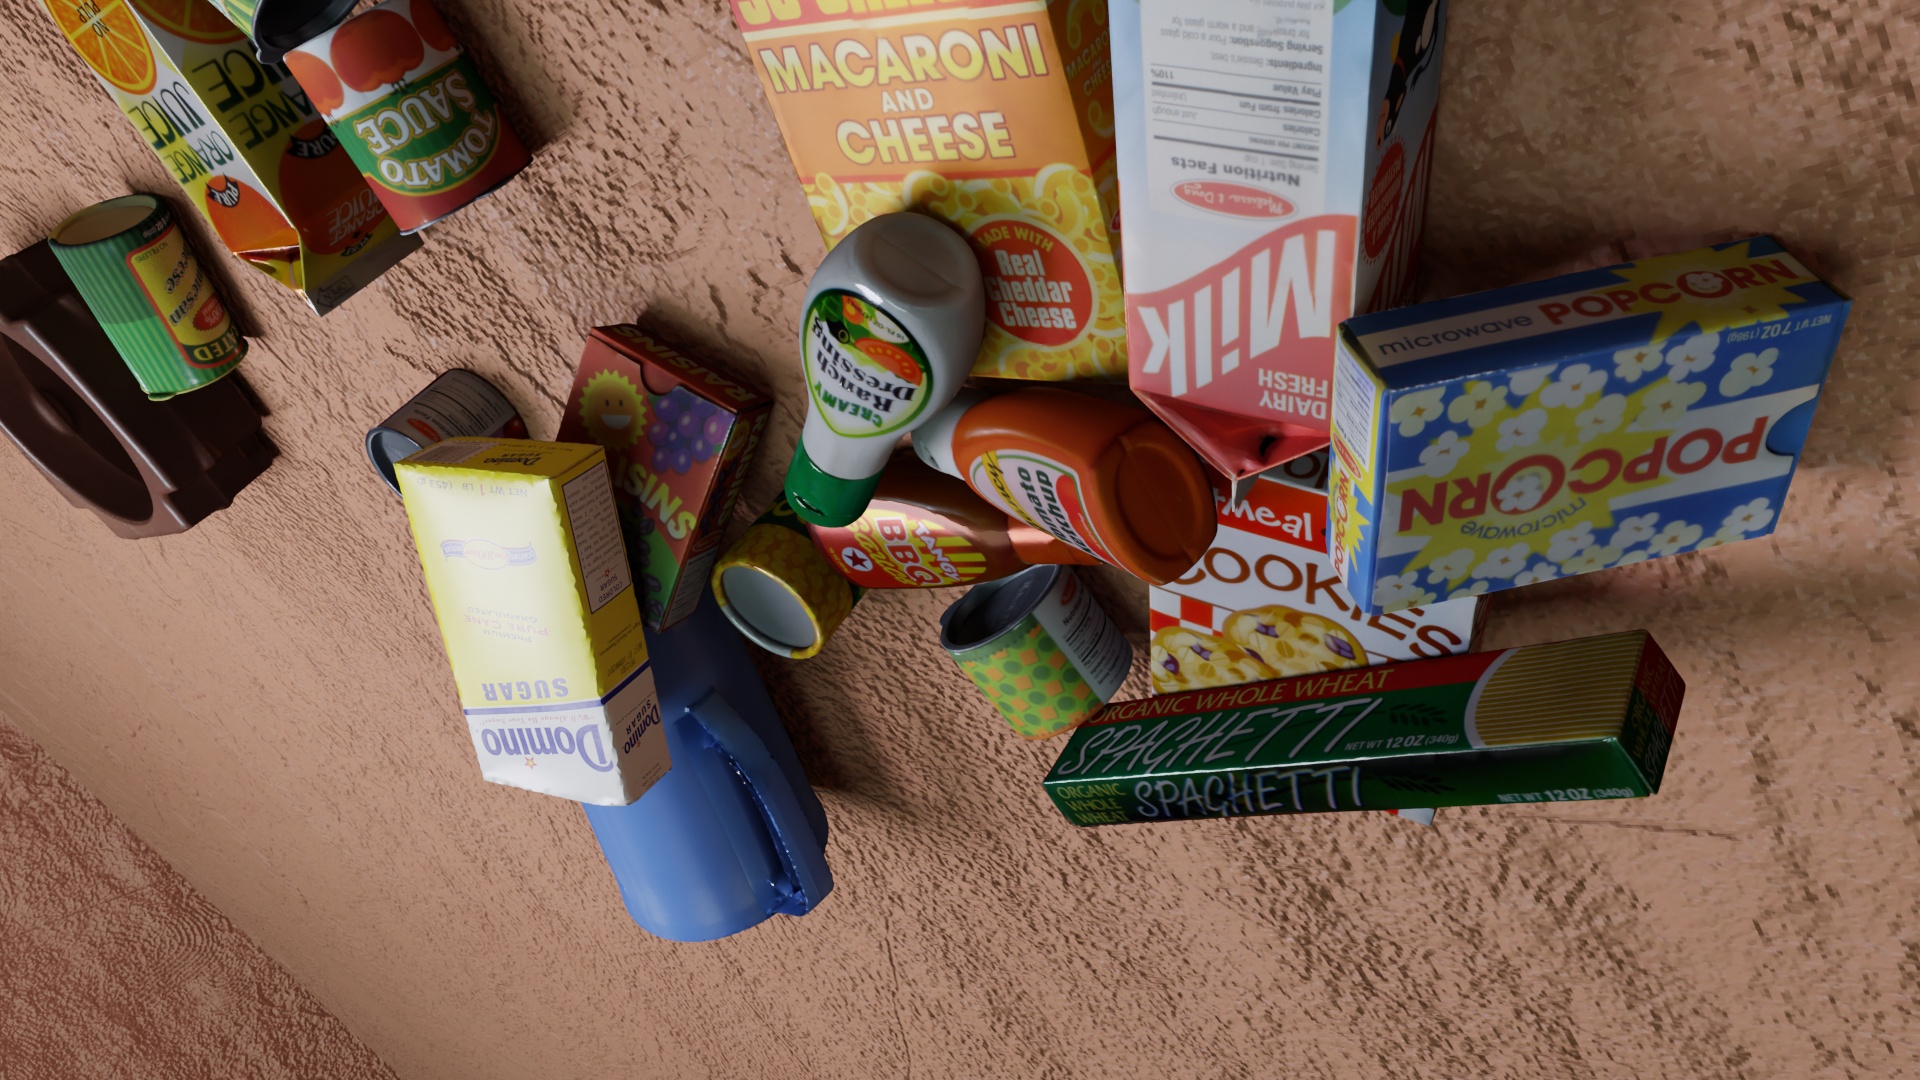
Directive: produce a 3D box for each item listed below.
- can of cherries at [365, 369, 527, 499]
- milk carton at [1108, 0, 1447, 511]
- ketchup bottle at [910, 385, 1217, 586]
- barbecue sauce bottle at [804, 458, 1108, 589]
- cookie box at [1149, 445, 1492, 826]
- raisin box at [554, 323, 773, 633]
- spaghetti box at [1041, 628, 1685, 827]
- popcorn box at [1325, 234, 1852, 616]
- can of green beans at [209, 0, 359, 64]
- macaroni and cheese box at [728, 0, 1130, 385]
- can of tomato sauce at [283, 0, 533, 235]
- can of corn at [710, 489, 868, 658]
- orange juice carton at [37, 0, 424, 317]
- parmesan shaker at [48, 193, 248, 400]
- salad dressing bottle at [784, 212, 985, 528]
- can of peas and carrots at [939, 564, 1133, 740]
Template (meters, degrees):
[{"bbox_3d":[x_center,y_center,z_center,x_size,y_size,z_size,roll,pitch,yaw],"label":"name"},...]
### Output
[{"bbox_3d":[-0.288,-0.052,0.782,0.071,0.059,0.071,21,140,19],"label":"can of cherries"},{"bbox_3d":[0.094,-0.100,0.412,0.073,0.073,0.189,17,137,27],"label":"milk carton"},{"bbox_3d":[0.031,-0.030,0.518,0.064,0.043,0.149,56,165,-29],"label":"ketchup bottle"},{"bbox_3d":[0.002,-0.008,0.606,0.148,0.044,0.064,-1,135,39],"label":"barbecue sauce bottle"},{"bbox_3d":[0.137,0.028,0.539,0.123,0.040,0.166,17,139,25],"label":"cookie box"},{"bbox_3d":[-0.152,-0.030,0.666,0.086,0.040,0.123,29,112,12],"label":"raisin box"},{"bbox_3d":[0.132,0.076,0.516,0.249,0.050,0.028,-16,118,47],"label":"spaghetti box"},{"bbox_3d":[0.171,-0.031,0.395,0.127,0.038,0.084,-11,131,-1],"label":"popcorn box"},{"bbox_3d":[-0.287,-0.245,0.571,0.058,0.071,0.071,42,143,-6],"label":"can of green beans"},{"bbox_3d":[0.000,-0.135,0.478,0.124,0.040,0.165,8,134,34],"label":"macaroni and cheese box"},{"bbox_3d":[-0.234,-0.183,0.592,0.071,0.071,0.082,-2,127,40],"label":"can of tomato sauce"},{"bbox_3d":[-0.080,0.014,0.683,0.071,0.058,0.070,22,140,19],"label":"can of corn"},{"bbox_3d":[-0.333,-0.204,0.648,0.073,0.072,0.192,-3,127,41],"label":"orange juice carton"},{"bbox_3d":[-0.487,-0.146,0.833,0.071,0.072,0.102,14,137,28],"label":"parmesan shaker"},{"bbox_3d":[-0.035,-0.057,0.519,0.064,0.044,0.147,34,145,3],"label":"salad dressing bottle"},{"bbox_3d":[0.033,0.047,0.620,0.070,0.071,0.058,-18,118,47],"label":"can of peas and carrots"}]
